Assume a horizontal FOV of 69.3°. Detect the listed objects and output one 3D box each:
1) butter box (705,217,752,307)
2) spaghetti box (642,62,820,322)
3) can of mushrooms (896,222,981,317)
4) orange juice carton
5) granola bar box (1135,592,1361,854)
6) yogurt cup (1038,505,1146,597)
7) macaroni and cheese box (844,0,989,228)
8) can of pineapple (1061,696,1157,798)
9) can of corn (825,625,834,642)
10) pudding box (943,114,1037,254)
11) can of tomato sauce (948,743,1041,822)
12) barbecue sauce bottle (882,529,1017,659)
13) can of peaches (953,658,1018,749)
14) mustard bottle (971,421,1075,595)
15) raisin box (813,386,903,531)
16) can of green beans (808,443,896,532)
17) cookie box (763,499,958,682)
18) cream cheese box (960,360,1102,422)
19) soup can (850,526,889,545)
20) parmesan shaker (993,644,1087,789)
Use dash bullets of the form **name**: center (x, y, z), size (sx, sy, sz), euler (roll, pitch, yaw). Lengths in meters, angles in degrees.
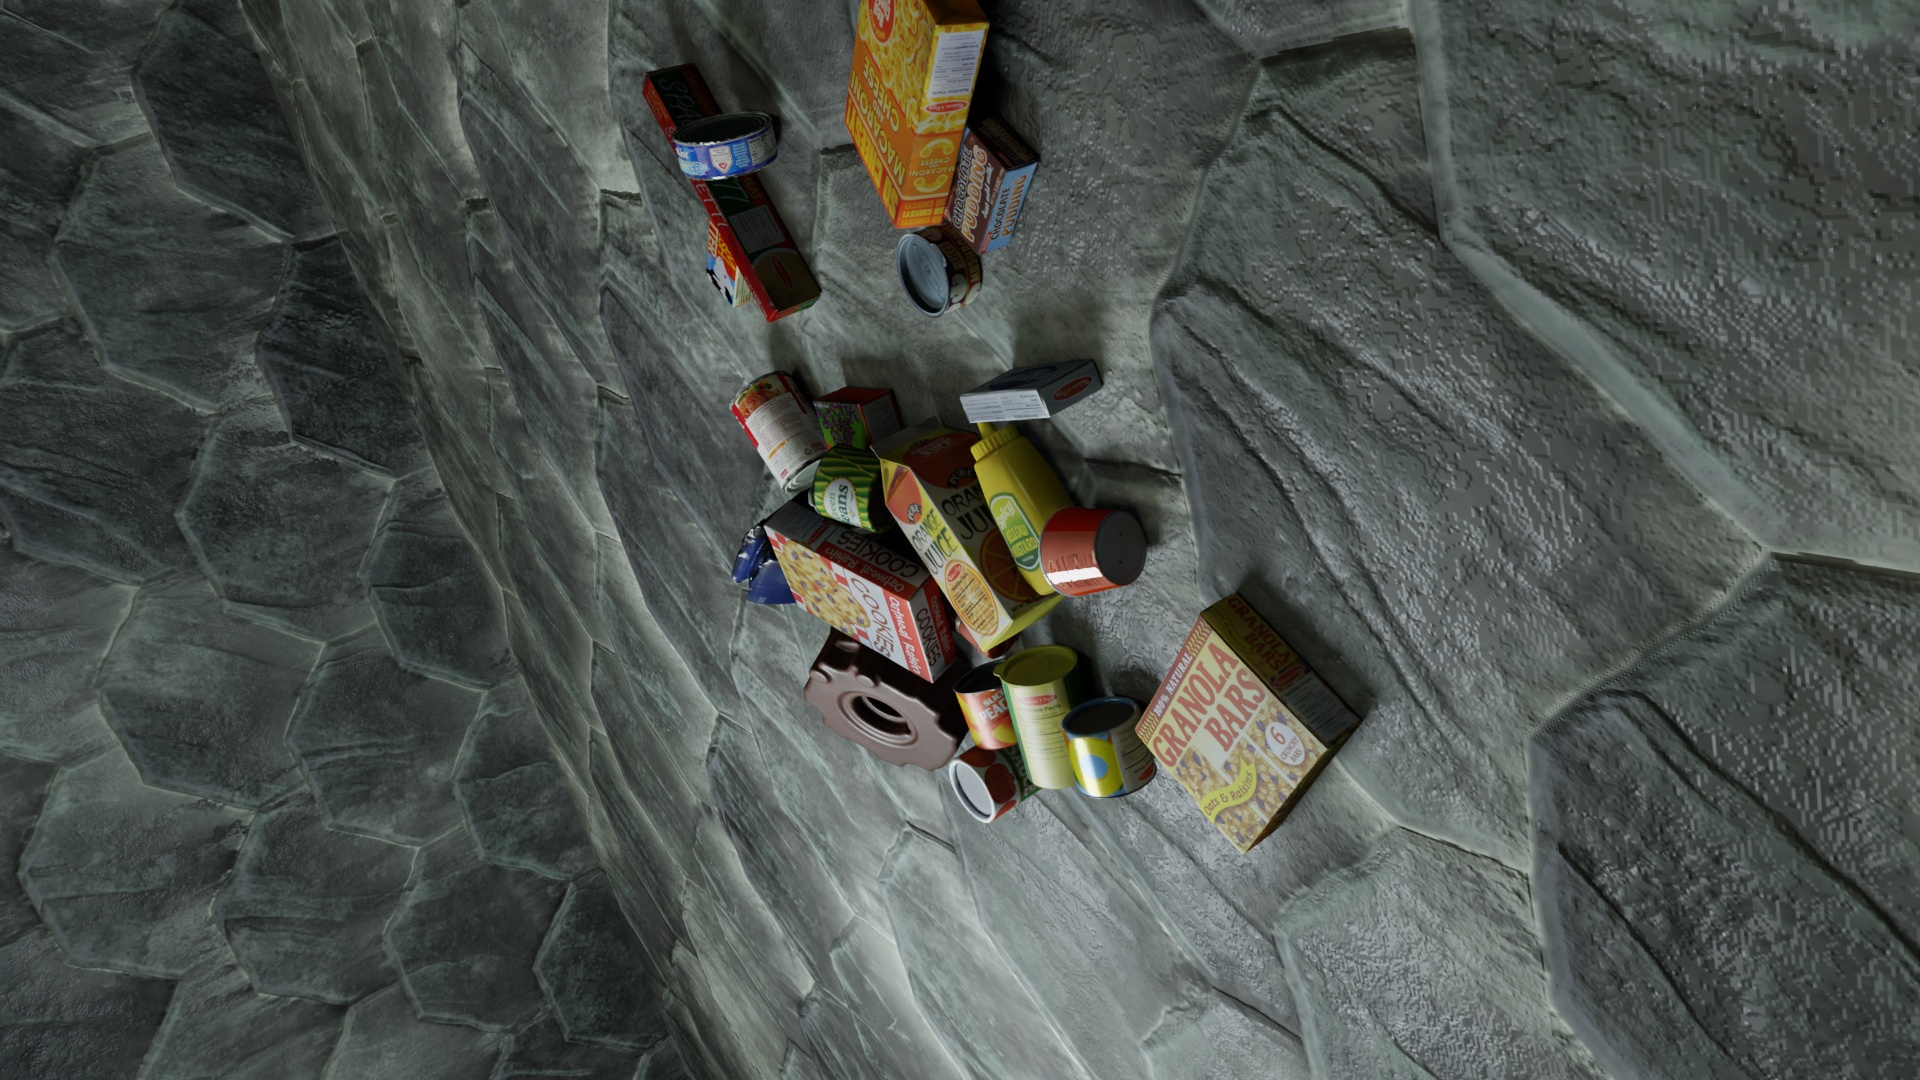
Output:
- **butter box**: center (-0.218, -0.277, 1.328), size (0.053, 0.024, 0.103), euler (50, 149, 21)
- **spaghetti box**: center (-0.208, -0.315, 1.254), size (0.250, 0.050, 0.028), euler (61, 150, 4)
- **can of mushrooms**: center (-0.016, -0.206, 1.052), size (0.071, 0.033, 0.070), euler (39, 143, 37)
- **orange juice carton**: center (0.004, -0.014, 1.139), size (0.193, 0.072, 0.072), euler (56, 150, 11)
- **granola bar box**: center (0.197, 0.133, 0.985), size (0.124, 0.039, 0.164), euler (49, 148, 24)
- **yogurt cup**: center (0.099, 0.007, 1.015), size (0.054, 0.073, 0.072), euler (-5, 109, 50)
- **macaroni and cheese box**: center (-0.034, -0.318, 0.951), size (0.165, 0.040, 0.124), euler (107, 145, -52)
- **can of pineapple**: center (0.117, 0.165, 1.111), size (0.071, 0.071, 0.057), euler (10, 121, 55)
- **can of corn**: center (-0.107, 0.107, 1.424), size (0.071, 0.071, 0.058), euler (52, 150, 18)
- **pudding box**: center (0.019, -0.247, 0.965), size (0.050, 0.030, 0.083), euler (53, 150, 20)
- **can of tomato sauce**: center (0.042, 0.205, 1.249), size (0.071, 0.083, 0.070), euler (39, 144, 36)
- **barbecue sauce bottle**: center (-0.011, 0.048, 1.245), size (0.149, 0.044, 0.064), euler (41, 155, 32)
- **can of peaches**: center (0.034, 0.145, 1.227), size (0.071, 0.071, 0.058), euler (3, 117, 57)
- **mustard bottle**: center (0.047, -0.037, 1.074), size (0.160, 0.049, 0.065), euler (61, 148, 3)
- **raisin box**: center (-0.081, -0.075, 1.261), size (0.086, 0.040, 0.123), euler (11, 124, 54)
- **can of green beans**: center (-0.085, -0.045, 1.192), size (0.058, 0.071, 0.071), euler (17, 130, 28)
- **cookie box**: center (-0.086, 0.044, 1.232), size (0.168, 0.040, 0.122), euler (26, 150, 29)
- **cream cheese box**: center (0.049, -0.108, 1.008), size (0.103, 0.053, 0.024), euler (4, 119, 57)
- **soup can**: center (-0.088, 0.036, 1.333), size (0.071, 0.071, 0.083), euler (11, 123, 55)
- **parmesan shaker**: center (0.073, 0.148, 1.165), size (0.071, 0.071, 0.102), euler (18, 129, 52)
